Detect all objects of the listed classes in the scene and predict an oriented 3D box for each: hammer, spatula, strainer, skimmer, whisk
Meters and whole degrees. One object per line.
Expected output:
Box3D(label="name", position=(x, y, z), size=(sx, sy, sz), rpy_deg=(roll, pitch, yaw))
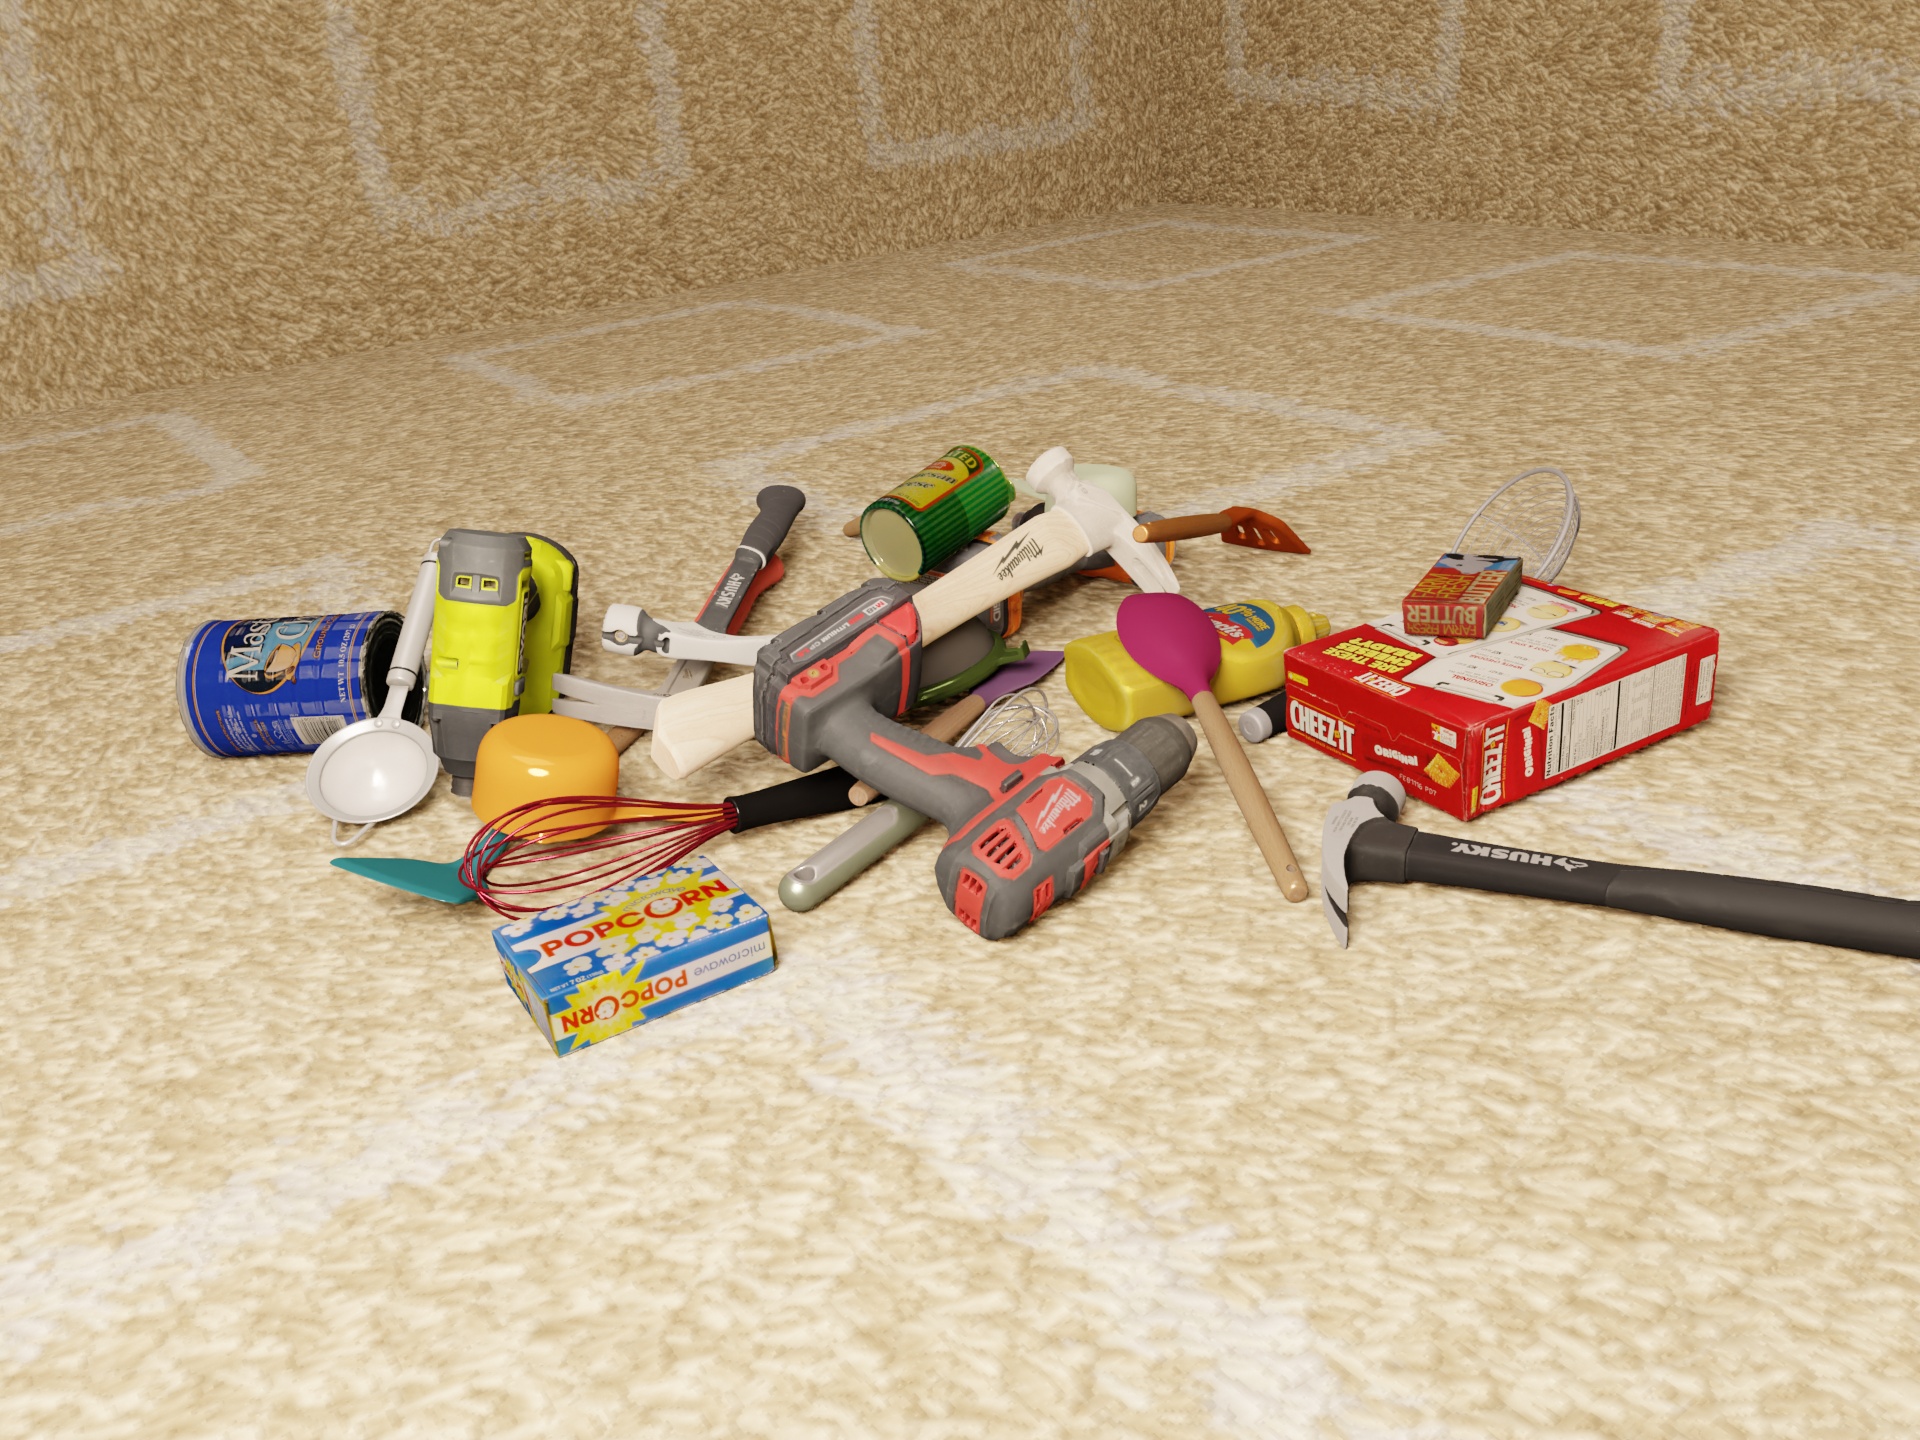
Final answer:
Box3D(label="hammer", position=(-0.172, -0.130, 1.318), size=(0.149, 0.036, 0.409), rpy_deg=(9, 23, 0))
Box3D(label="spatula", position=(0.198, -0.145, 1.248), size=(0.081, 0.041, 0.322), rpy_deg=(12, 14, 26))
Box3D(label="strainer", position=(-0.066, -0.076, 1.203), size=(0.151, 0.069, 0.257), rpy_deg=(-21, 23, -16))
Box3D(label="skimmer", position=(0.316, -0.087, 1.141), size=(0.363, 0.090, 0.127), rpy_deg=(-25, -2, -31))
Box3D(label="strainer", position=(-0.386, -0.020, 1.099), size=(0.087, 0.050, 0.259), rpy_deg=(5, 61, 1))
Box3D(label="spatula", position=(-0.274, 0.047, 1.030), size=(0.082, 0.044, 0.317), rpy_deg=(15, 27, 13))
Box3D(label="whisk", position=(-0.156, 0.062, 0.960), size=(0.295, 0.073, 0.073), rpy_deg=(-13, 25, -32))
Box3D(label="whisk", position=(-0.021, 0.047, 0.973), size=(0.058, 0.059, 0.246), rpy_deg=(25, 42, 31))
Box3D(label="hammer", position=(0.349, 0.089, 0.813), size=(0.335, 0.035, 0.146), rpy_deg=(7, 27, 26))
Box3D(label="hammer", position=(-0.205, -0.075, 1.272), size=(0.149, 0.036, 0.359), rpy_deg=(8, 23, 0))
Box3D(label="hammer", position=(-0.027, -0.059, 1.079), size=(0.410, 0.038, 0.146), rpy_deg=(-31, 74, -32))
Box3D(label="spatula", position=(-0.002, -0.003, 1.089), size=(0.060, 0.018, 0.316), rpy_deg=(0, 18, 24))

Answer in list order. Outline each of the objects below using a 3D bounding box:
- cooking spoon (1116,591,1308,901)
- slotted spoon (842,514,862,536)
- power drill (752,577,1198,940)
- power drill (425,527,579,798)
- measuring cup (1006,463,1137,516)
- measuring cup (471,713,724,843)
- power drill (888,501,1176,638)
Box3D(label="cooking spoon", position=(0.158, 0.002, 0.989), size=(0.068, 0.017, 0.319), rpy_deg=(-4, 36, -8))
Box3D(label="slotted spoon", position=(-0.055, -0.182, 1.394), size=(0.070, 0.031, 0.314), rpy_deg=(-13, 5, -19))
Box3D(label="power drill", position=(0.009, 0.010, 0.930), size=(0.227, 0.080, 0.188), rpy_deg=(36, 53, 26))
Box3D(label="power drill", position=(-0.319, -0.048, 1.096), size=(0.080, 0.171, 0.223), rpy_deg=(6, 9, -8))
Box3D(label="measuring cup", position=(0.084, -0.202, 1.336), size=(0.083, 0.038, 0.168), rpy_deg=(-10, 23, -29))
Box3D(label="measuring cup", position=(-0.214, 0.034, 0.992), size=(0.173, 0.052, 0.095), rpy_deg=(4, 24, -14))
Box3D(label="power drill", position=(0.047, -0.136, 1.325), size=(0.226, 0.084, 0.164), rpy_deg=(-21, 27, -38))
